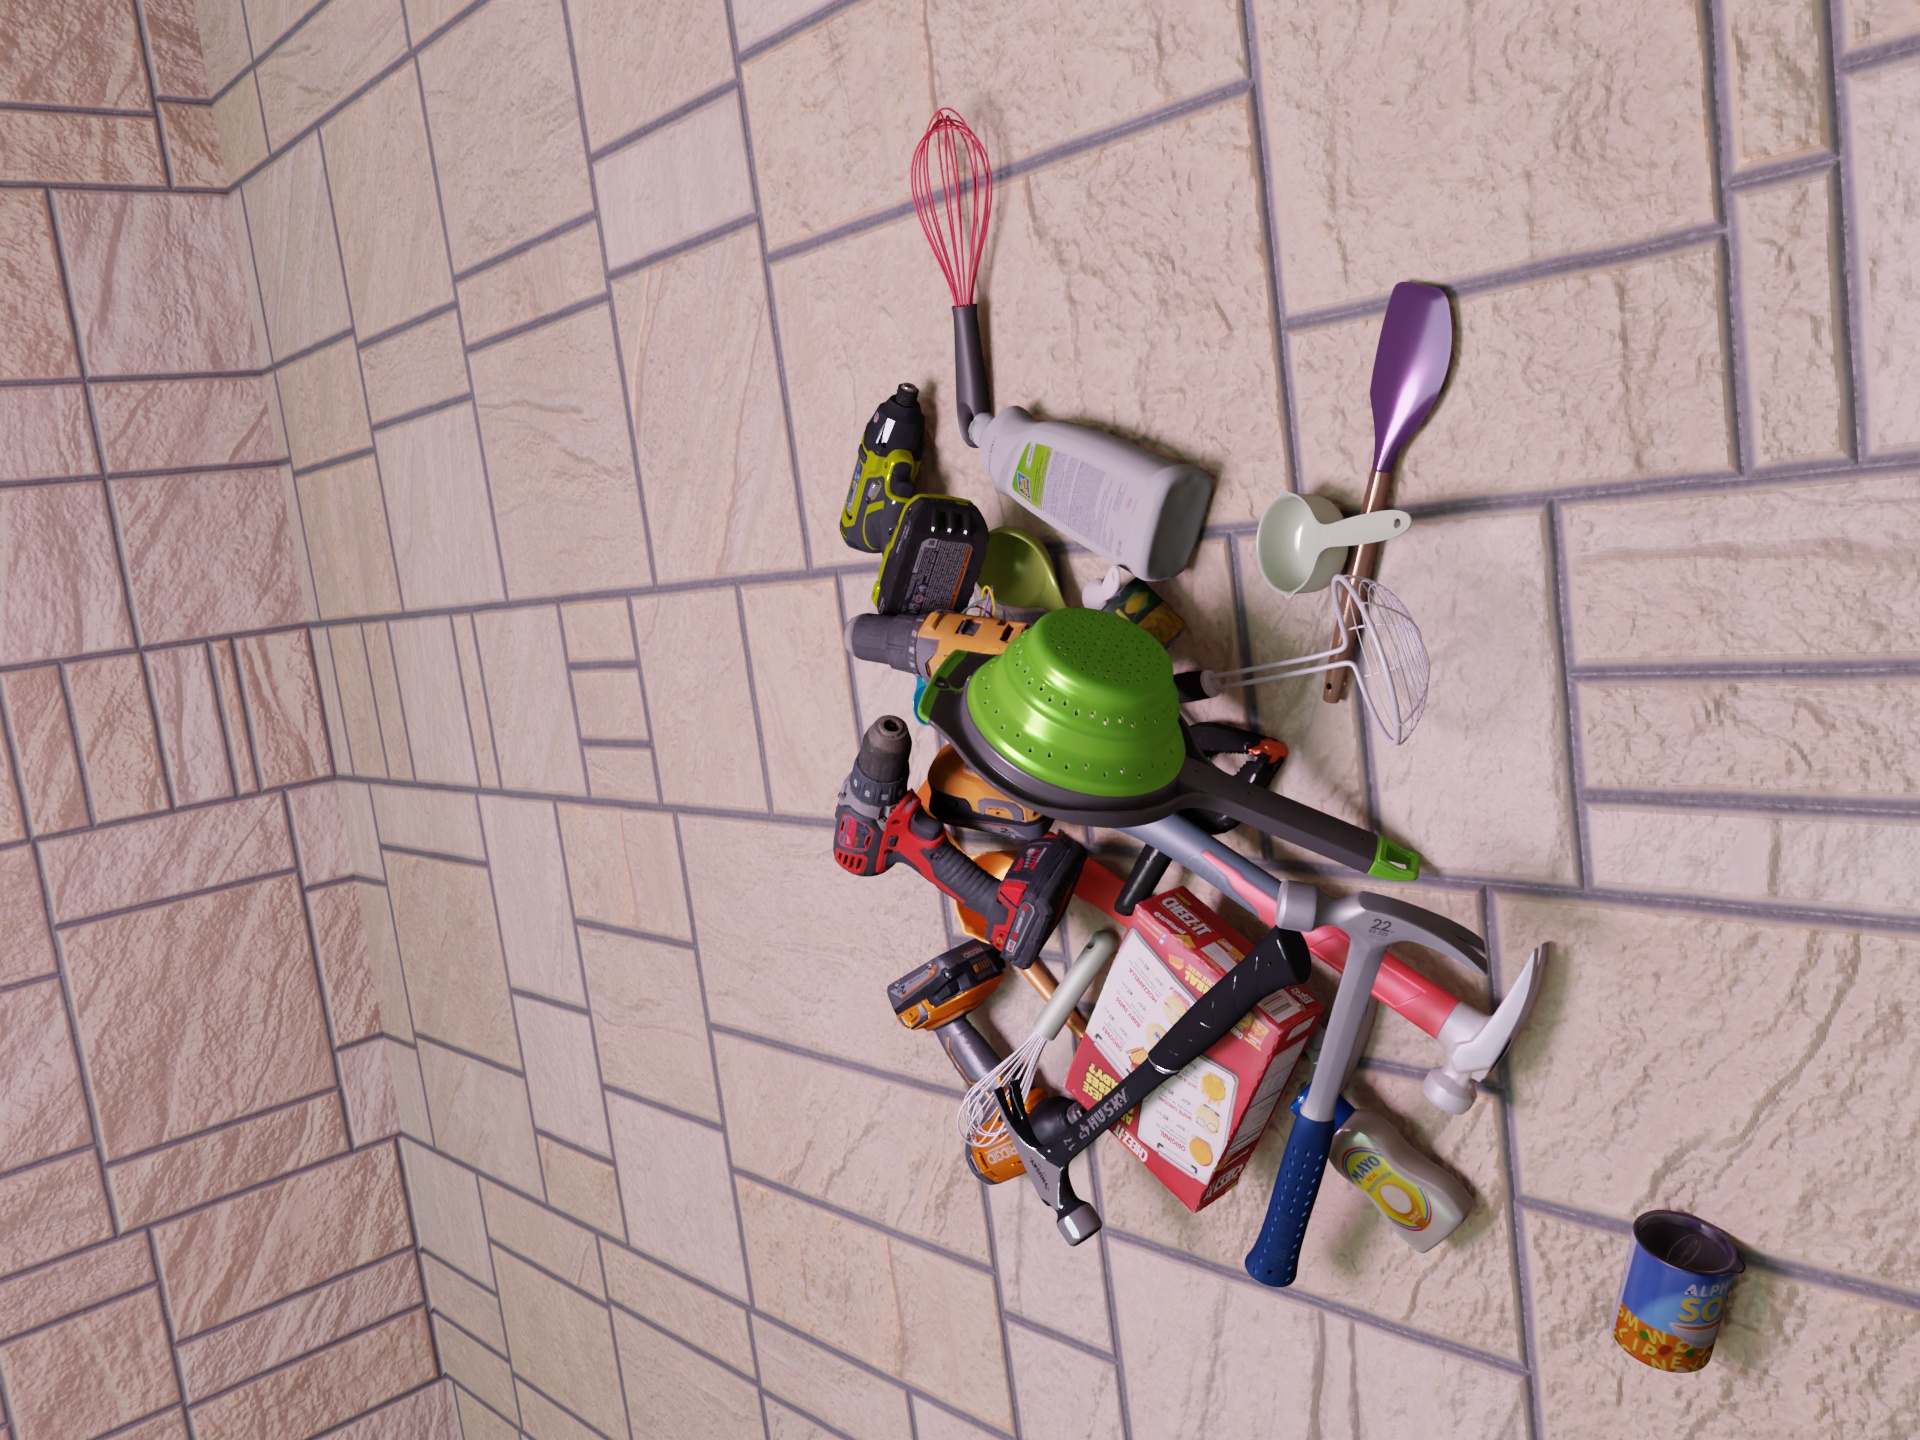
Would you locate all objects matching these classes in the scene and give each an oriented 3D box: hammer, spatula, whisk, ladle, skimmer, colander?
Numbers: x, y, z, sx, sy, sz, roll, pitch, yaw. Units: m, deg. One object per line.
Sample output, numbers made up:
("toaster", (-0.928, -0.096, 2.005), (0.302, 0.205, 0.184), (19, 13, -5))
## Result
("hammer", (0.195, 0.188, 1.376), (0.359, 0.036, 0.149), (34, 124, 37))
("spatula", (0.037, 0.195, 1.569), (0.323, 0.041, 0.081), (49, 132, 22))
("whisk", (0.074, 0.297, 1.480), (0.246, 0.059, 0.058), (-58, 19, 10))
("hammer", (0.274, 0.287, 1.184), (0.144, 0.035, 0.405), (10, 126, 7))
("ladle", (0.103, -0.051, 1.362), (0.320, 0.062, 0.078), (58, 145, 33))
("whisk", (0.017, -0.028, 1.466), (0.047, 0.051, 0.244), (42, 148, 28))
("spatula", (0.306, -0.158, 1.168), (0.060, 0.018, 0.315), (29, 121, 41))
("whisk", (0.001, -0.391, 1.422), (0.073, 0.073, 0.295), (15, 118, 45))
("hammer", (0.258, 0.133, 1.238), (0.387, 0.038, 0.143), (35, 113, 29))
("hammer", (0.153, 0.280, 1.288), (0.149, 0.036, 0.408), (55, 135, 21))
("skimmer", (0.216, -0.029, 1.229), (0.363, 0.090, 0.127), (-12, 99, 55))
("colander", (0.171, 0.011, 1.195), (0.397, 0.205, 0.094), (22, 126, 5))

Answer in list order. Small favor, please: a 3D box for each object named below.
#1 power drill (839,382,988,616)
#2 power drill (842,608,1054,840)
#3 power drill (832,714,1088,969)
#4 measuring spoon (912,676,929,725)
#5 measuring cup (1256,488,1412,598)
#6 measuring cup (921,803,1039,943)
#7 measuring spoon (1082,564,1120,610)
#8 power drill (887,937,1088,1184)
("power drill", (-0.050, -0.195, 1.472), (0.223, 0.080, 0.171), (-114, 35, -48))
("power drill", (-0.002, -0.005, 1.415), (0.185, 0.084, 0.226), (10, 137, 23))
("power drill", (-0.007, 0.103, 1.409), (0.227, 0.080, 0.187), (28, 138, 12))
("measuring spoon", (-0.033, -0.058, 1.586), (0.042, 0.021, 0.129), (-16, 79, 50))
("measuring cup", (0.281, -0.135, 1.161), (0.168, 0.038, 0.083), (-3, 90, 63))
("measuring cup", (0.017, 0.139, 1.532), (0.174, 0.052, 0.095), (47, 110, 24))
("measuring spoon", (0.118, -0.111, 1.342), (0.124, 0.018, 0.034), (118, 143, -82))
("power drill", (0.034, 0.333, 1.567), (0.164, 0.084, 0.226), (-38, 76, 44))
